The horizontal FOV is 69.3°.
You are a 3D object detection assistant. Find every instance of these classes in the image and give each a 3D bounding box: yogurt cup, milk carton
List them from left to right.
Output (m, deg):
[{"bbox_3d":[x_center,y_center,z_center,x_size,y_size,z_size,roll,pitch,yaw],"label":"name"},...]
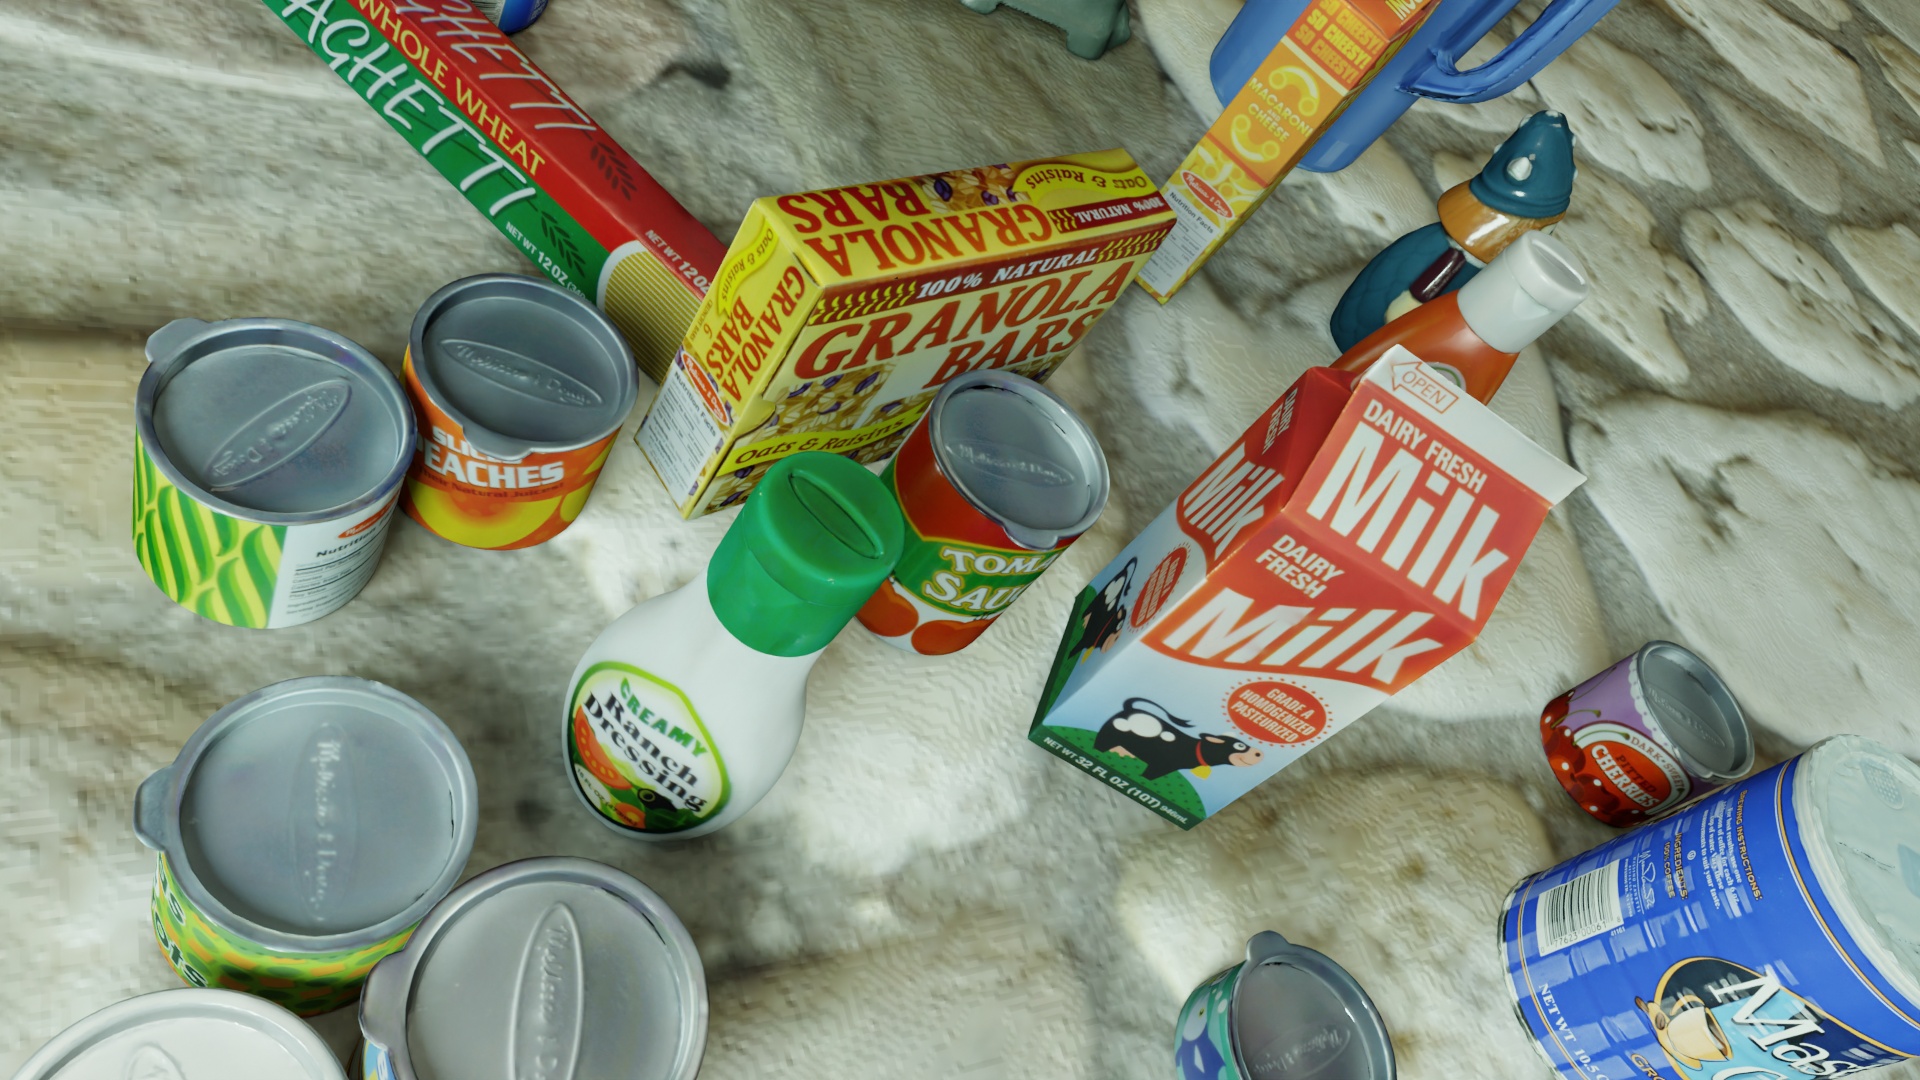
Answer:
[{"bbox_3d":[-0.165,0.134,0.288,0.072,0.053,0.073,17,51,-22],"label":"yogurt cup"},{"bbox_3d":[0.105,0.014,0.452,0.072,0.189,0.074,32,47,-9],"label":"milk carton"}]

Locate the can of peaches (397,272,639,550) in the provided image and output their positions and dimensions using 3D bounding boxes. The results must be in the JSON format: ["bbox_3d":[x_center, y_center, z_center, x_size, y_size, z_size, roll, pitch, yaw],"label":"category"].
[{"bbox_3d":[-0.140,-0.037,0.426,0.071,0.057,0.071,17,51,-22],"label":"can of peaches"}]

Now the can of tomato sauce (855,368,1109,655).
[{"bbox_3d":[0.002,-0.006,0.476,0.071,0.082,0.071,17,51,-22],"label":"can of tomato sauce"}]

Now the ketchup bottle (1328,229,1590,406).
[{"bbox_3d":[0.206,-0.074,0.610,0.065,0.148,0.044,35,46,-6],"label":"ketchup bottle"}]

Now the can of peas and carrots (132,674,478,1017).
[{"bbox_3d":[-0.158,0.075,0.332,0.071,0.058,0.071,17,51,-22],"label":"can of peas and carrots"}]

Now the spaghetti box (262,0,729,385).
[{"bbox_3d":[-0.167,-0.148,0.495,0.250,0.050,0.029,44,46,3],"label":"spaghetti box"}]

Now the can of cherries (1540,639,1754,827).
[{"bbox_3d":[0.302,0.088,0.615,0.071,0.058,0.072,17,51,-22],"label":"can of cherries"}]

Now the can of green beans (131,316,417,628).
[{"bbox_3d":[-0.189,-0.018,0.381,0.071,0.057,0.071,17,51,-22],"label":"can of green beans"}]

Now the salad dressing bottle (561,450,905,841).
[{"bbox_3d":[-0.062,0.031,0.364,0.064,0.147,0.044,44,46,2],"label":"salad dressing bottle"}]

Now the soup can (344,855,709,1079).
[{"bbox_3d":[-0.105,0.118,0.317,0.071,0.083,0.072,17,51,-22],"label":"soup can"}]

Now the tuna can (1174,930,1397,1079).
[{"bbox_3d":[0.104,0.166,0.450,0.071,0.032,0.071,17,51,-22],"label":"tuna can"}]

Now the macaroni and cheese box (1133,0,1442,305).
[{"bbox_3d":[0.153,-0.200,0.656,0.040,0.165,0.124,42,46,1],"label":"macaroni and cheese box"}]

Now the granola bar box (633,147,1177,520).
[{"bbox_3d":[-0.017,-0.073,0.485,0.166,0.123,0.039,-21,71,-41],"label":"granola bar box"}]
